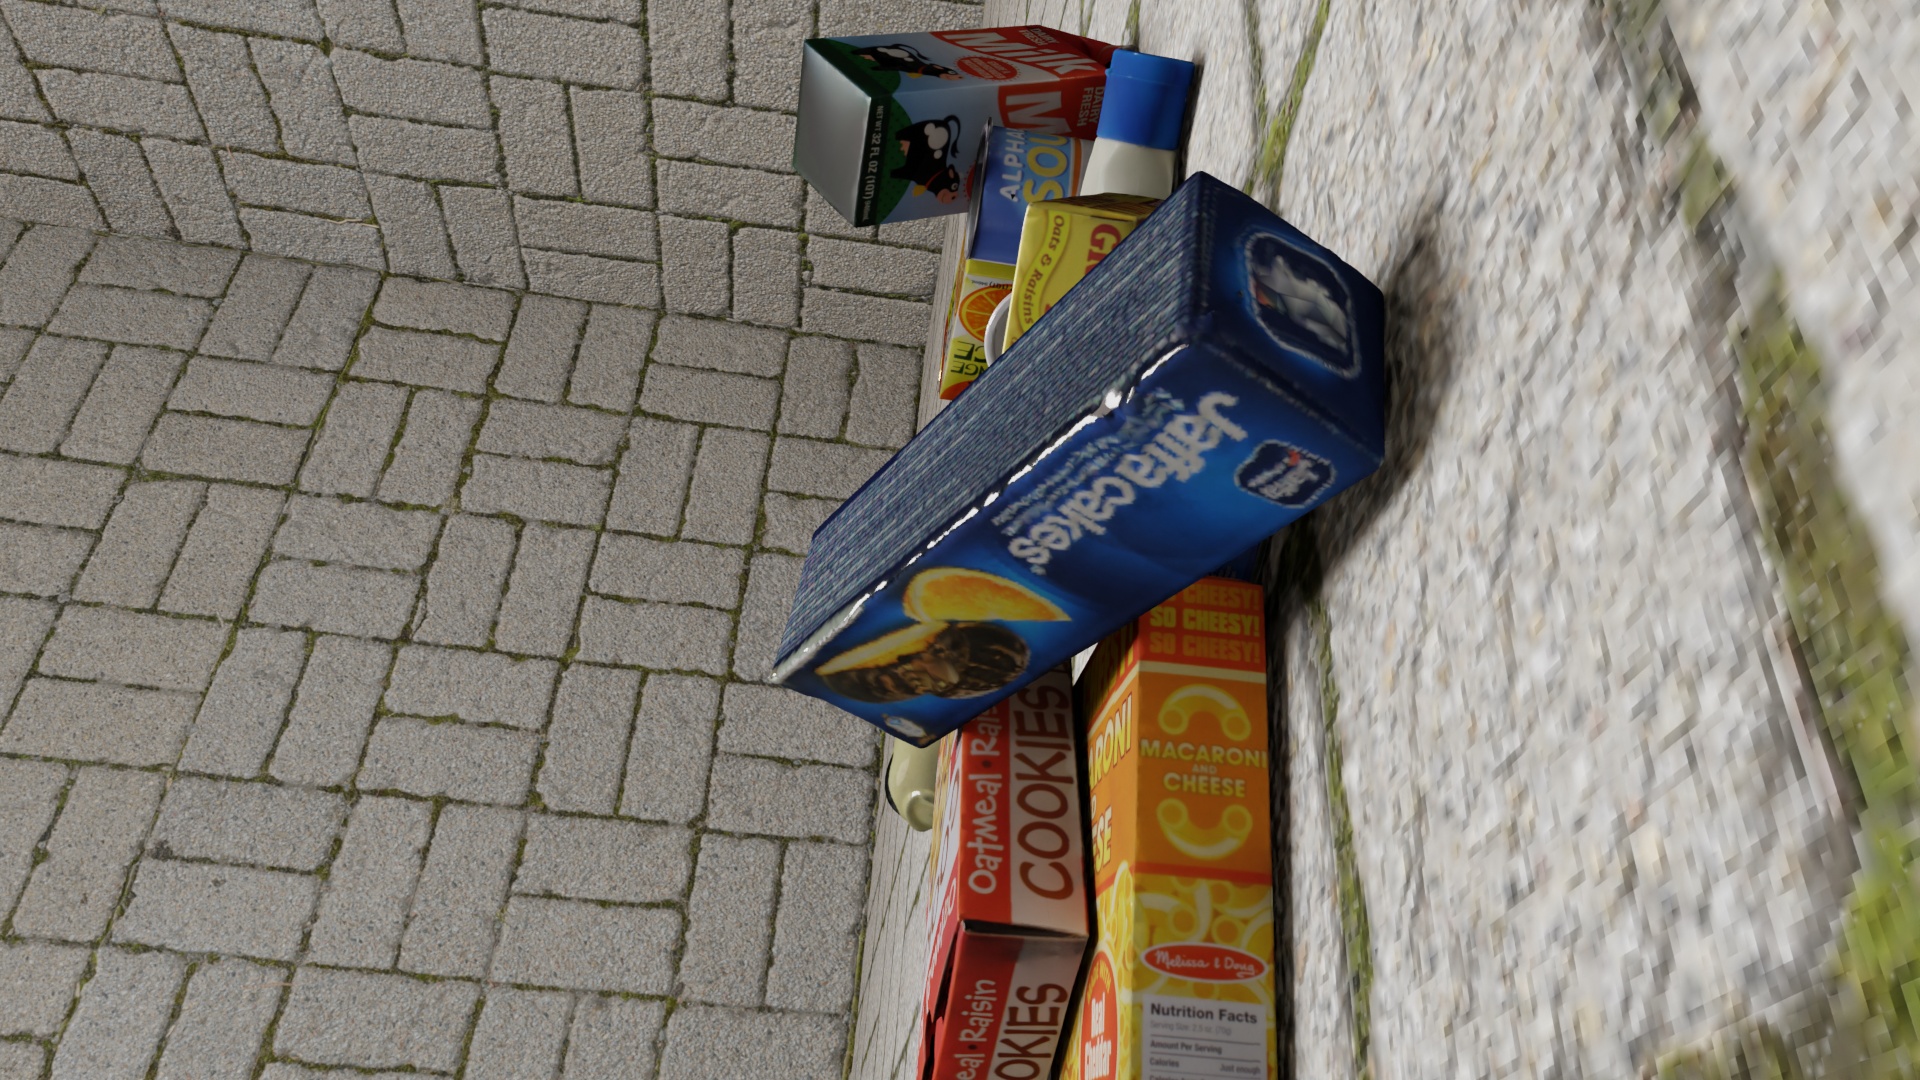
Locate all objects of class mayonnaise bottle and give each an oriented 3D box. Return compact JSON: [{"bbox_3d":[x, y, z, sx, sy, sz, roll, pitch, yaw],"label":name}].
[{"bbox_3d":[0.072,-0.141,0.622,0.065,0.041,0.147,-91,11,-69],"label":"mayonnaise bottle"}]

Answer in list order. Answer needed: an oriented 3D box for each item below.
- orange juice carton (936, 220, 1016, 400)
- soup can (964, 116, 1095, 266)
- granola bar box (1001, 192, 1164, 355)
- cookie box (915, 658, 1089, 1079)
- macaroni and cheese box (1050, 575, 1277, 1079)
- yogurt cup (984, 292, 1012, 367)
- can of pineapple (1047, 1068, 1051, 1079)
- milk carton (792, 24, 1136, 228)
[{"bbox_3d":[0.028,-0.155,1.002,0.191,0.072,0.073,106,171,-61],"label":"orange juice carton"},{"bbox_3d":[0.048,-0.168,0.683,0.071,0.084,0.071,-168,86,-85],"label":"soup can"},{"bbox_3d":[0.049,-0.066,0.526,0.166,0.039,0.123,-47,-32,-70],"label":"granola bar box"},{"bbox_3d":[0.011,0.103,0.478,0.168,0.040,0.122,-88,5,-53],"label":"cookie box"},{"bbox_3d":[0.056,0.109,0.407,0.123,0.040,0.167,104,172,-65],"label":"macaroni and cheese box"},{"bbox_3d":[0.049,-0.108,0.722,0.054,0.072,0.072,-74,-6,-64],"label":"yogurt cup"},{"bbox_3d":[0.027,0.200,0.516,0.071,0.058,0.071,-168,85,-86],"label":"can of pineapple"},{"bbox_3d":[0.013,-0.226,0.741,0.074,0.191,0.072,49,141,37],"label":"milk carton"}]
